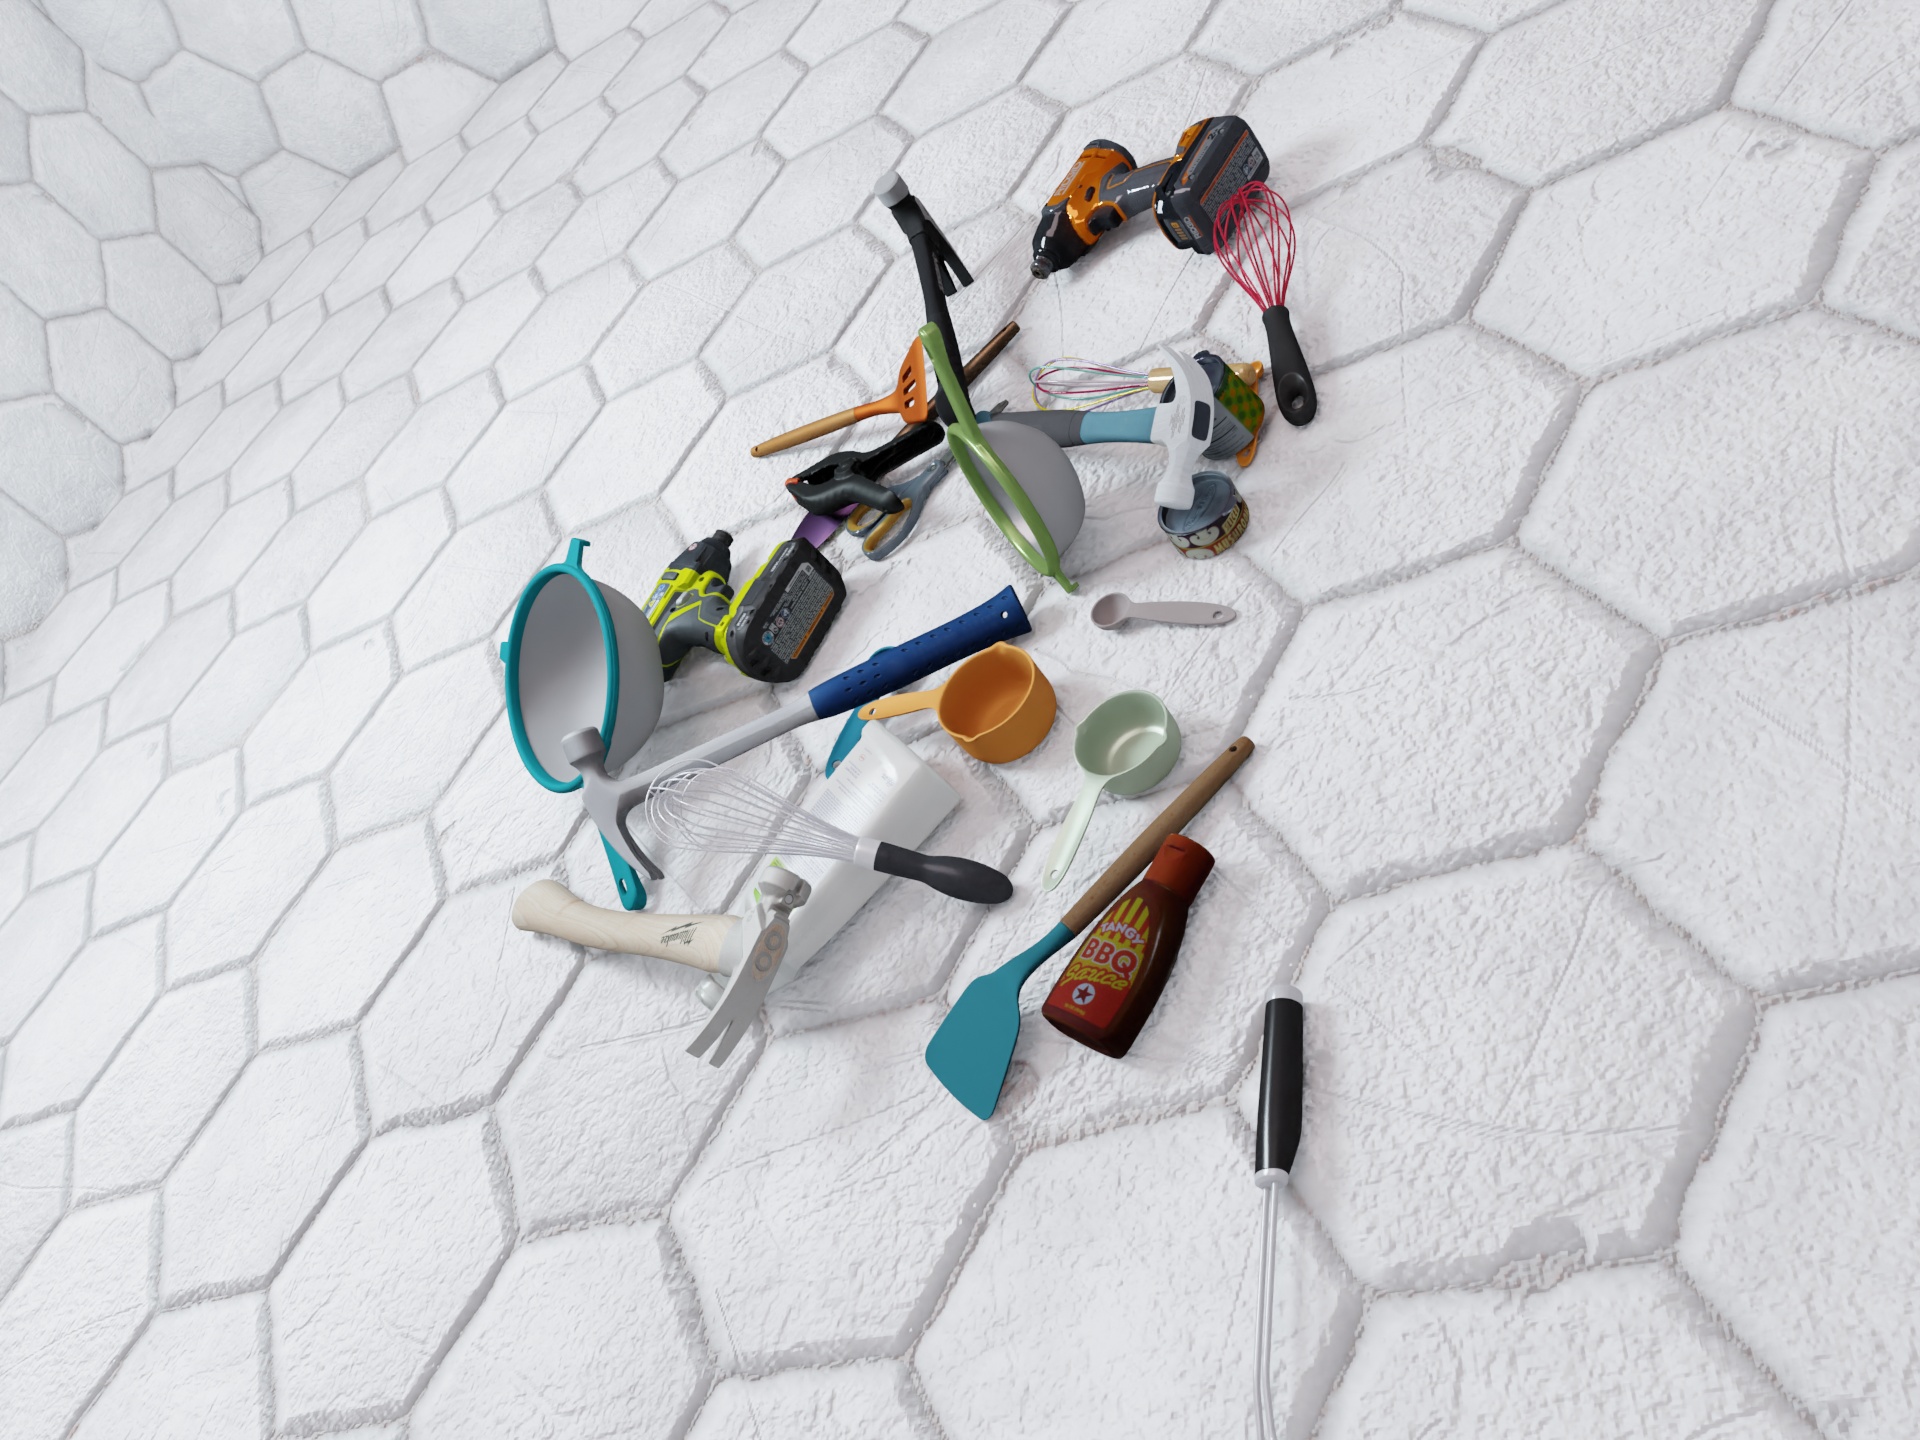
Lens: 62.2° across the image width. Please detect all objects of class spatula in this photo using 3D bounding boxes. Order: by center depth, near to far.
[{"bbox_3d":[0.095,0.130,1.090,0.317,0.044,0.082,-45,39,-9],"label":"spatula"},{"bbox_3d":[-0.055,-0.283,1.581,0.316,0.018,0.060,-45,41,-2],"label":"spatula"},{"bbox_3d":[-0.124,-0.306,1.607,0.323,0.041,0.081,-8,86,48],"label":"spatula"}]

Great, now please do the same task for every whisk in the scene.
[{"bbox_3d":[-0.099,0.090,1.170,0.284,0.070,0.070,15,61,9],"label":"whisk"},{"bbox_3d":[0.265,-0.358,1.359,0.073,0.073,0.296,-22,51,23],"label":"whisk"},{"bbox_3d":[0.154,-0.303,1.403,0.245,0.051,0.047,8,54,44],"label":"whisk"}]

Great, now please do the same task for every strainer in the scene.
[{"bbox_3d":[0.039,-0.229,1.278,0.069,0.256,0.152,-34,46,-4],"label":"strainer"},{"bbox_3d":[-0.314,0.015,1.457,0.211,0.095,0.341,-43,61,40],"label":"strainer"}]

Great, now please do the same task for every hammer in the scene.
[{"bbox_3d":[-0.270,0.179,1.281,0.411,0.038,0.146,-2,57,51],"label":"hammer"},{"bbox_3d":[-0.129,-0.002,1.329,0.405,0.035,0.144,-25,84,6],"label":"hammer"},{"bbox_3d":[0.102,-0.248,1.358,0.331,0.033,0.128,15,93,58],"label":"hammer"},{"bbox_3d":[-0.020,-0.399,1.571,0.035,0.146,0.335,-27,47,19],"label":"hammer"}]

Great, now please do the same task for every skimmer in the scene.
[{"bbox_3d":[0.139,0.294,0.852,0.127,0.090,0.364,-47,23,49],"label":"skimmer"}]

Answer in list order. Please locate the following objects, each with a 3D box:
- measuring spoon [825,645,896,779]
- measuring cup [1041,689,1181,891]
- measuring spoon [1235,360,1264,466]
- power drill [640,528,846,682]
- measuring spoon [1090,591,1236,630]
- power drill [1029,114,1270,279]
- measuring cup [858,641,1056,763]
[{"bbox_3d":[-0.080,-0.003,1.359,0.042,0.021,0.128,22,79,30],"label":"measuring spoon"},{"bbox_3d":[0.104,0.056,1.136,0.083,0.038,0.168,8,63,43],"label":"measuring cup"},{"bbox_3d":[0.242,-0.253,1.320,0.021,0.011,0.117,-21,46,41],"label":"measuring spoon"},{"bbox_3d":[-0.220,-0.113,1.523,0.223,0.080,0.171,7,61,46],"label":"power drill"},{"bbox_3d":[0.158,-0.080,1.233,0.124,0.018,0.034,5,59,34],"label":"measuring spoon"},{"bbox_3d":[0.169,-0.499,1.544,0.227,0.084,0.164,12,64,49],"label":"power drill"},{"bbox_3d":[-0.002,-0.004,1.265,0.174,0.052,0.095,-9,50,36],"label":"measuring cup"}]
